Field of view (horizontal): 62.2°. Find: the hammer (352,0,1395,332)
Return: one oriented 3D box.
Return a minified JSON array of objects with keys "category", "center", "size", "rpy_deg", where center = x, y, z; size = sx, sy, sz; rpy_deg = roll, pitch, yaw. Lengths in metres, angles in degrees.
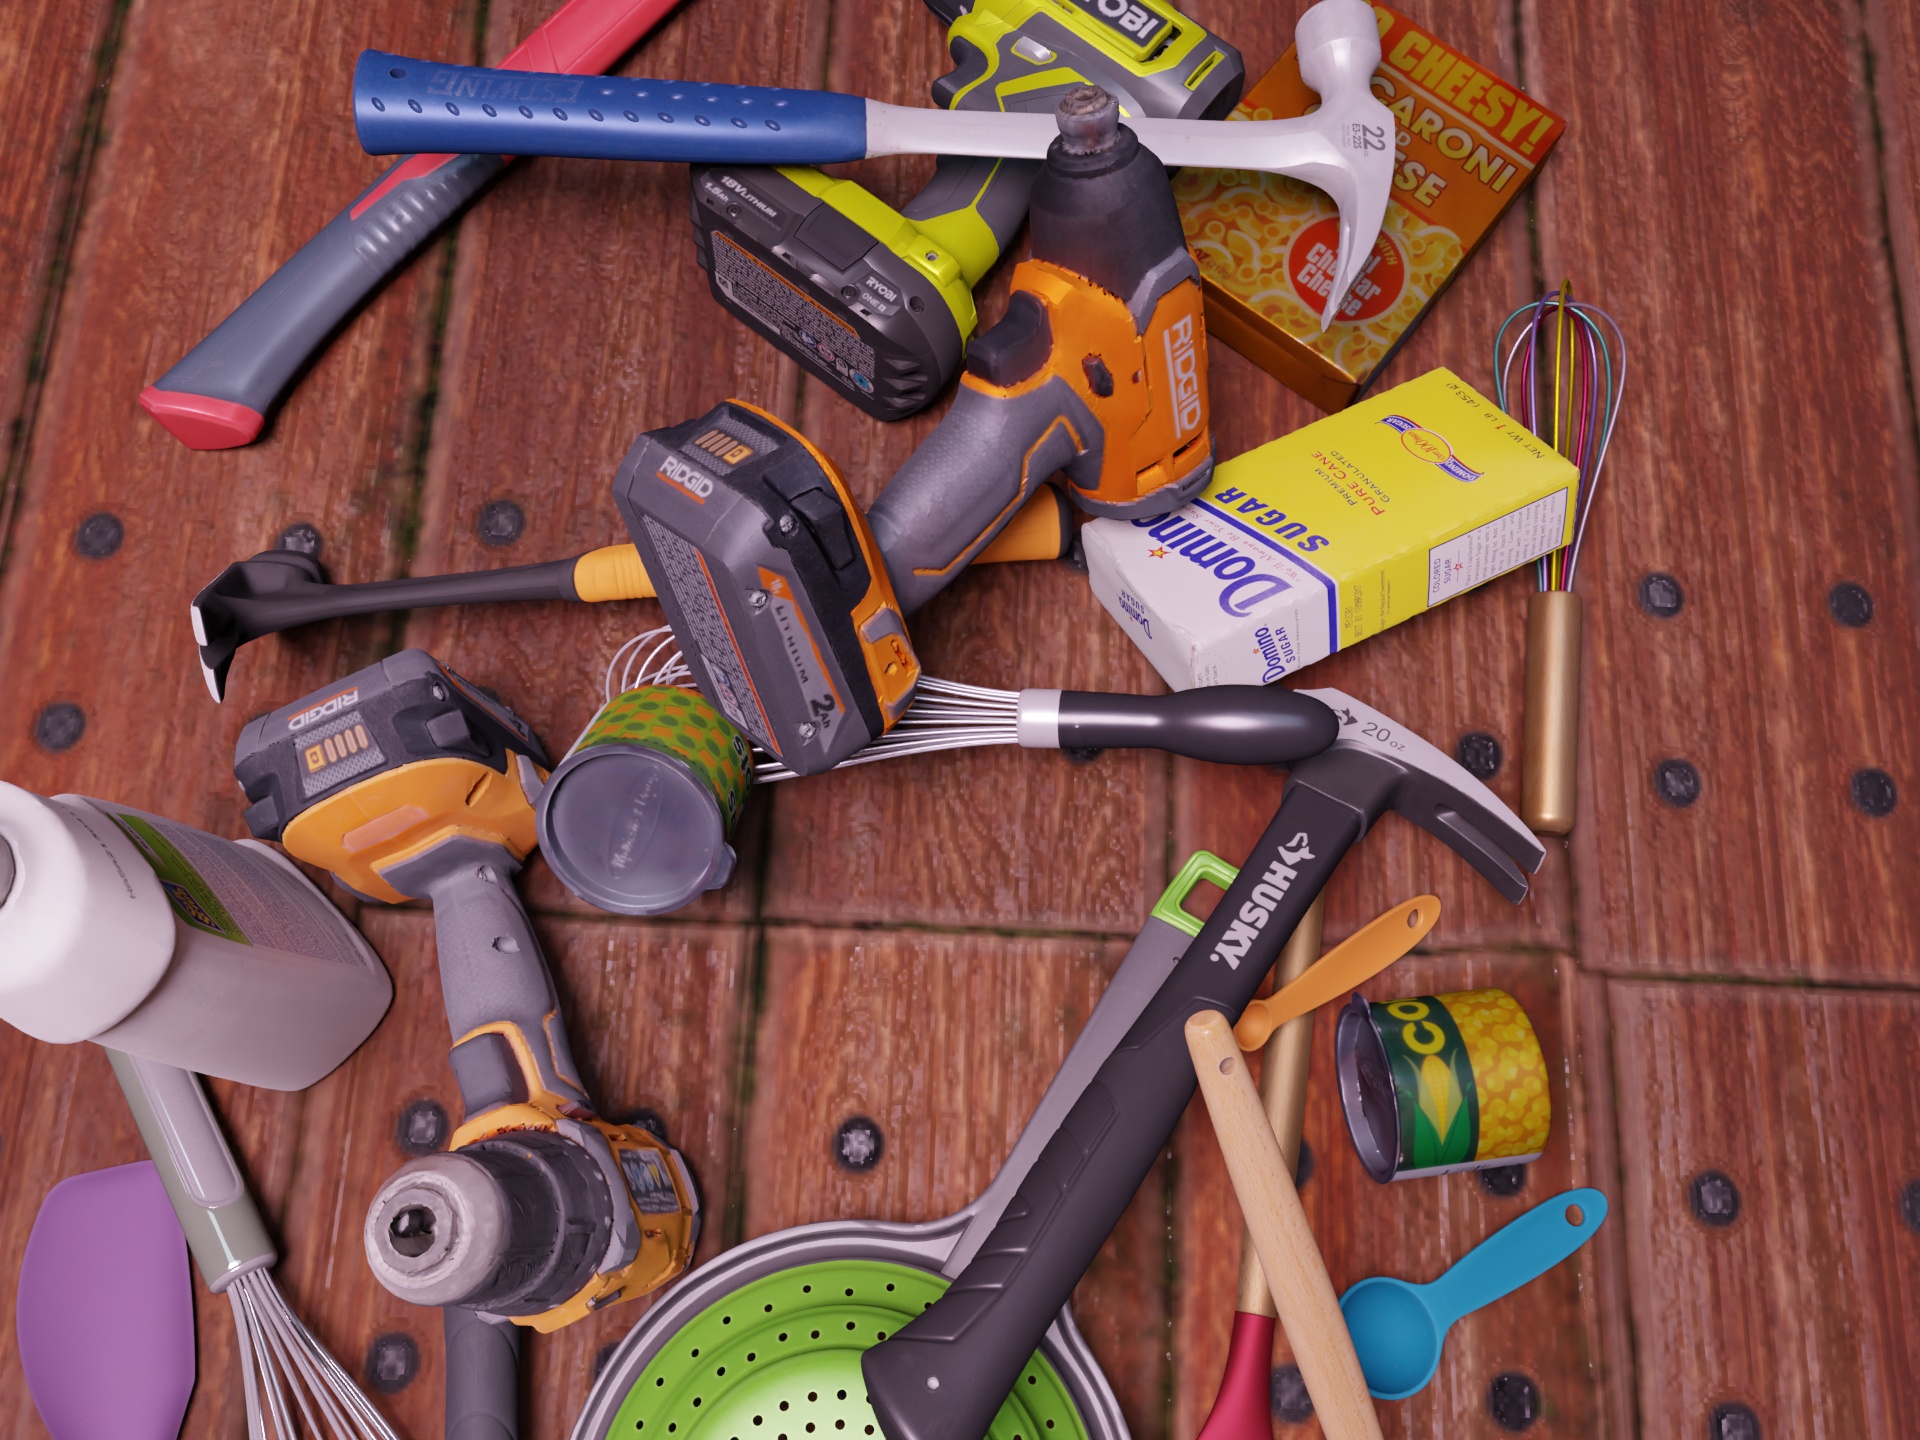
[{"category":"hammer","center":[-0.027,-0.228,0.626],"size":[0.405,0.035,0.144],"rpy_deg":[1,69,-5]}]

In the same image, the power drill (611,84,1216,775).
[{"category":"power drill","center":[-0.003,-0.104,0.551],"size":[0.226,0.164,0.084],"rpy_deg":[-39,49,-22]}]

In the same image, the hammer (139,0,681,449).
[{"category":"hammer","center":[-0.222,-0.274,0.713],"size":[0.143,0.038,0.386],"rpy_deg":[38,76,10]}]

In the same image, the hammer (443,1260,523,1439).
[{"category":"hammer","center":[-0.151,0.380,0.490],"size":[0.036,0.149,0.409],"rpy_deg":[-3,67,-8]}]

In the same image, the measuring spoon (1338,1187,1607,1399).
[{"category":"measuring spoon","center":[0.192,0.212,0.602],"size":[0.128,0.021,0.042],"rpy_deg":[-24,75,-18]}]

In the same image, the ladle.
[{"category":"ladle","center":[0.113,0.195,0.596],"size":[0.069,0.031,0.316],"rpy_deg":[12,72,-3]}]

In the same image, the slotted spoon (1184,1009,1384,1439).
[{"category":"slotted spoon","center":[0.129,0.228,0.518],"size":[0.070,0.031,0.313],"rpy_deg":[-26,106,-15]}]

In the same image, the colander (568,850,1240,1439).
[{"category":"colander","center":[0.005,0.198,0.536],"size":[0.204,0.094,0.397],"rpy_deg":[30,69,12]}]

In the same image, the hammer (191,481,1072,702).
[{"category":"hammer","center":[-0.118,-0.060,0.626],"size":[0.337,0.127,0.034],"rpy_deg":[-8,108,-10]}]

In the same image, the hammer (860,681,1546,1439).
[{"category":"hammer","center":[0.079,0.111,0.544],"size":[0.146,0.035,0.335],"rpy_deg":[27,54,20]}]

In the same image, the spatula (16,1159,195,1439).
[{"category":"spatula","center":[-0.285,0.315,0.550],"size":[0.059,0.018,0.316],"rpy_deg":[-12,74,-12]}]

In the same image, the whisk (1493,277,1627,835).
[{"category":"whisk","center":[0.250,-0.074,0.671],"size":[0.051,0.047,0.245],"rpy_deg":[7,77,-1]}]

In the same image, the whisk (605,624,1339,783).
[{"category":"whisk","center":[-0.001,-0.001,0.609],"size":[0.284,0.070,0.070],"rpy_deg":[2,74,10]}]

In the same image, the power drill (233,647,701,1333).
[{"category":"power drill","center":[-0.168,0.092,0.535],"size":[0.084,0.185,0.226],"rpy_deg":[-25,73,0]}]

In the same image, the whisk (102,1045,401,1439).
[{"category":"whisk","center":[-0.254,0.205,0.570],"size":[0.058,0.059,0.246],"rpy_deg":[-15,65,-46]}]

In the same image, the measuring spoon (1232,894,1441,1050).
[{"category":"measuring spoon","center":[0.146,0.095,0.618],"size":[0.117,0.011,0.021],"rpy_deg":[-25,111,-28]}]

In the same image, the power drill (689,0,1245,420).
[{"category":"power drill","center":[-0.012,-0.262,0.699],"size":[0.190,0.080,0.228],"rpy_deg":[37,73,8]}]
